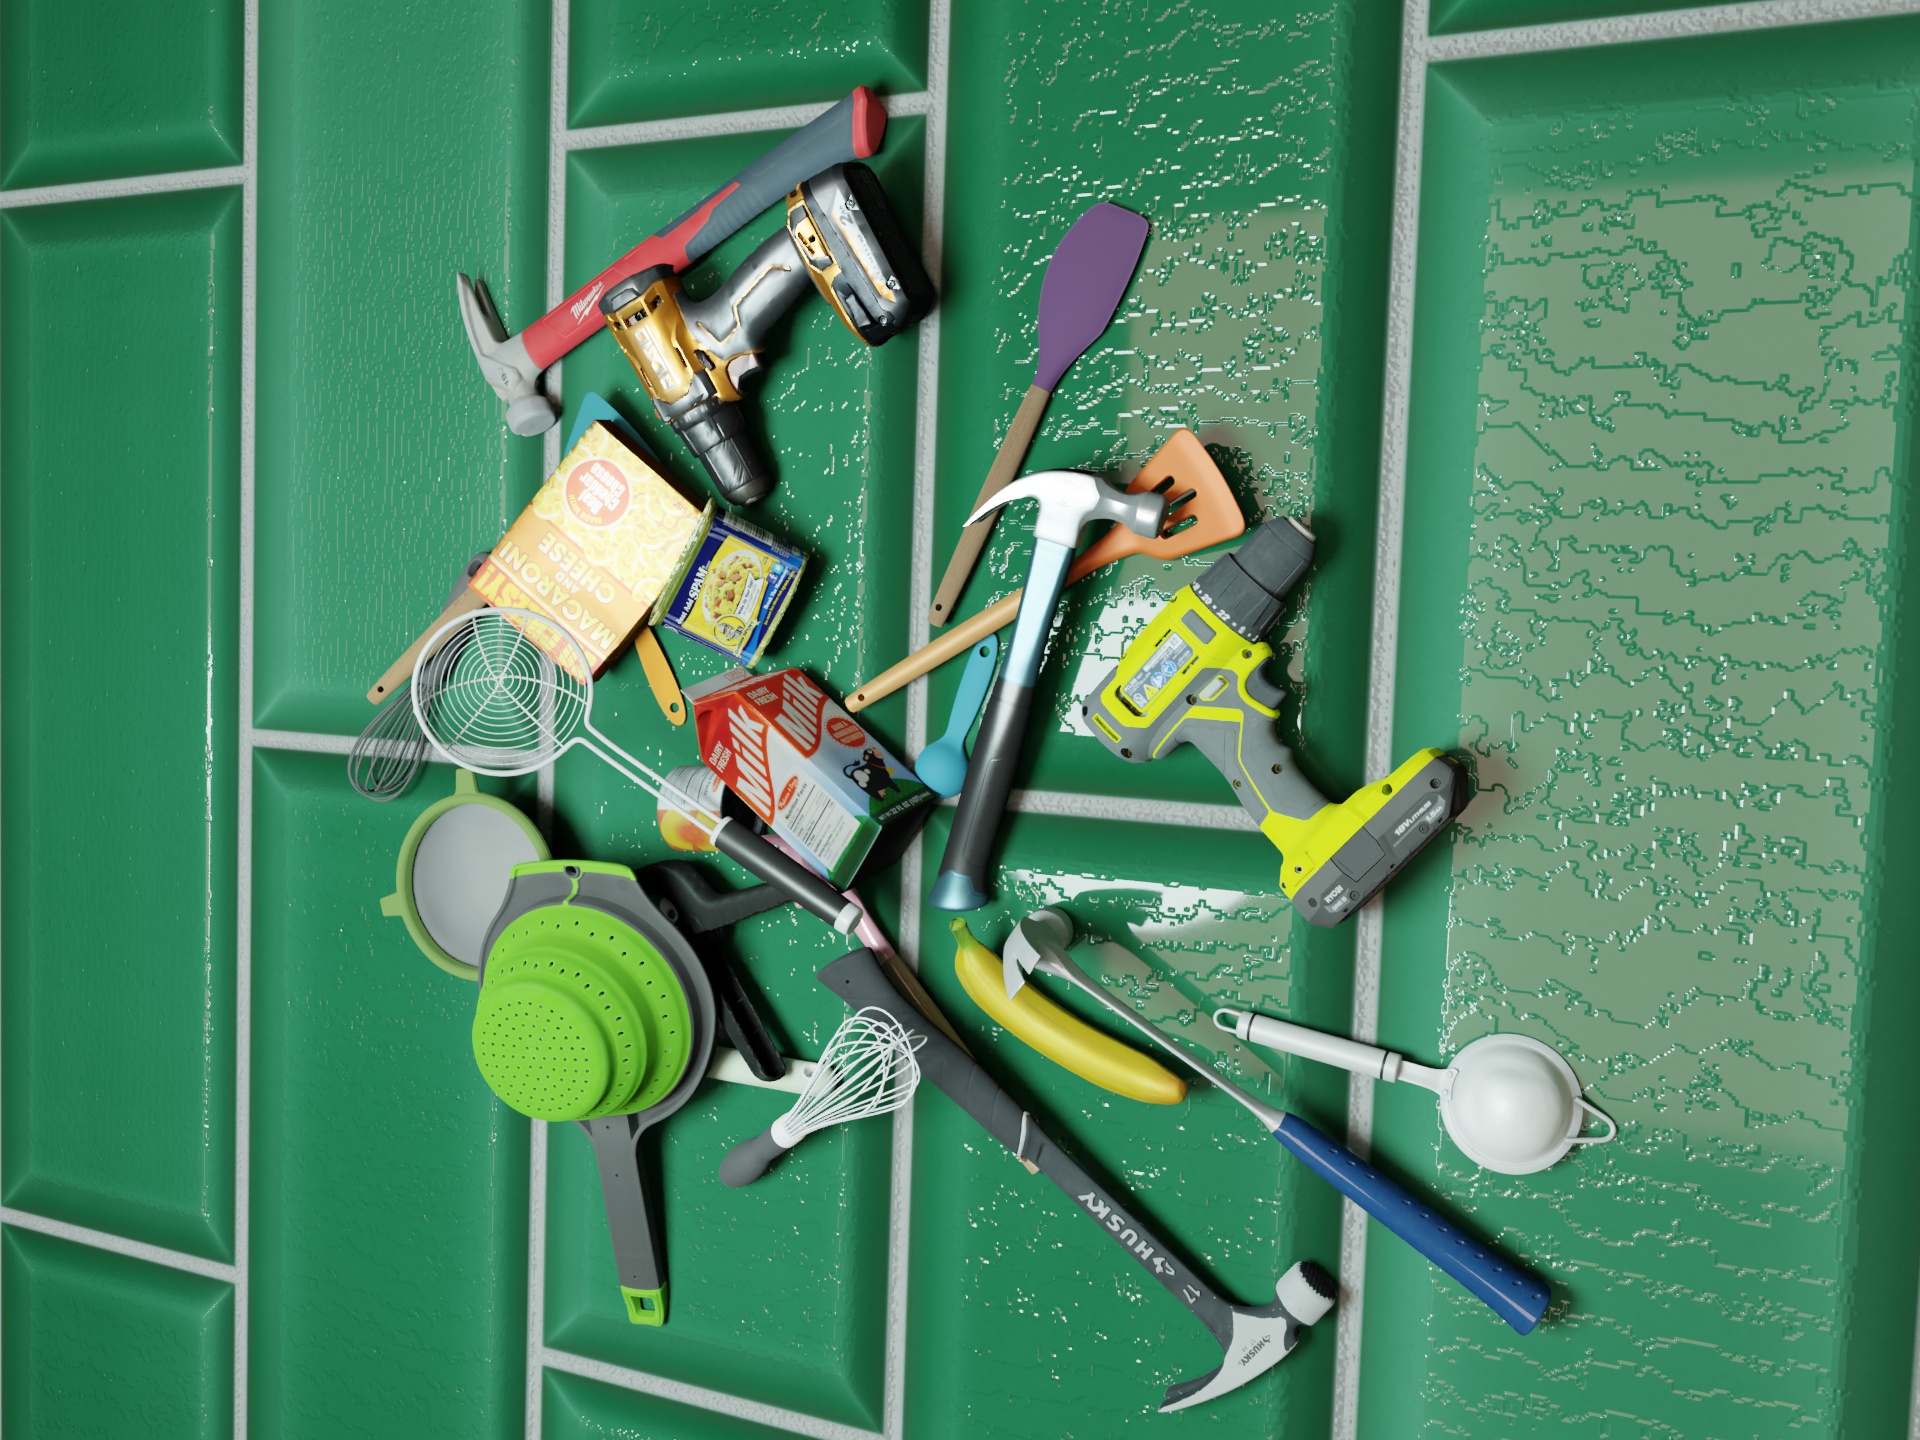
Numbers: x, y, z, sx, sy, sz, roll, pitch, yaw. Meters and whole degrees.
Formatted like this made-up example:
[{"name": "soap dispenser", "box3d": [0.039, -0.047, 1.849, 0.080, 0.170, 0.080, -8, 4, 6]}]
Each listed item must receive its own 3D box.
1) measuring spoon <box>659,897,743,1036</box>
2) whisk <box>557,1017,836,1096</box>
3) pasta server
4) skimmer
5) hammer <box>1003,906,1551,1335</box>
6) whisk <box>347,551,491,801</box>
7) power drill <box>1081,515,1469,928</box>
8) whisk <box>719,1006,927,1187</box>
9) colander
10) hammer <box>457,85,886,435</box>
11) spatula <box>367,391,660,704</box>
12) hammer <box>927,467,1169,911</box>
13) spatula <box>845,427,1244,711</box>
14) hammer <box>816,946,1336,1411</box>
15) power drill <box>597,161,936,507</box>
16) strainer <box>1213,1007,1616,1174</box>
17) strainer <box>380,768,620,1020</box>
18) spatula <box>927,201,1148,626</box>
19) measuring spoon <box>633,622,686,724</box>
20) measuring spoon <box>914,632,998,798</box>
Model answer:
[{"name": "measuring spoon", "box3d": [-0.203, 0.192, 1.250, 0.034, 0.018, 0.124, -39, 71, 22]}, {"name": "whisk", "box3d": [-0.209, 0.264, 1.241, 0.246, 0.058, 0.059, 5, 129, 20]}, {"name": "pasta server", "box3d": [-0.041, 0.201, 1.166, 0.316, 0.040, 0.060, 53, 129, 11]}, {"name": "skimmer", "box3d": [-0.229, 0.046, 1.134, 0.363, 0.090, 0.127, 32, 92, 16]}, {"name": "hammer", "box3d": [0.196, 0.256, 1.029, 0.405, 0.144, 0.035, 35, 100, 11]}, {"name": "whisk", "box3d": [-0.446, -0.036, 1.328, 0.055, 0.055, 0.239, 33, 100, 18]}, {"name": "power drill", "box3d": [0.213, 0.000, 1.027, 0.229, 0.080, 0.190, 47, 109, 17]}, {"name": "whisk", "box3d": [-0.109, 0.286, 1.149, 0.070, 0.070, 0.284, 55, 134, 12]}, {"name": "colander", "box3d": [-0.282, 0.305, 1.198, 0.204, 0.094, 0.397, -1, 106, 18]}, {"name": "hammer", "box3d": [-0.226, -0.375, 1.219, 0.386, 0.038, 0.143, -28, 80, 22]}, {"name": "spatula", "box3d": [-0.368, -0.123, 1.271, 0.317, 0.044, 0.082, -43, 90, 8]}, {"name": "hammer", "box3d": [0.037, -0.015, 1.100, 0.128, 0.033, 0.331, 20, 108, 15]}, {"name": "spatula", "box3d": [0.046, -0.087, 1.109, 0.322, 0.041, 0.081, -31, 88, 20]}, {"name": "hammer", "box3d": [0.056, 0.306, 1.110, 0.409, 0.036, 0.149, 41, 109, 11]}, {"name": "power drill", "box3d": [-0.132, -0.275, 1.153, 0.226, 0.084, 0.185, -24, 101, 23]}, {"name": "strainer", "box3d": [0.285, 0.227, 1.026, 0.258, 0.050, 0.087, 12, 81, 26]}, {"name": "strainer", "box3d": [-0.334, 0.161, 1.276, 0.256, 0.069, 0.151, 37, 105, 13]}, {"name": "spatula", "box3d": [0.044, -0.211, 1.120, 0.060, 0.018, 0.316, 28, 102, 20]}, {"name": "measuring spoon", "box3d": [-0.242, -0.050, 1.257, 0.021, 0.011, 0.117, -25, 86, 14]}, {"name": "measuring spoon", "box3d": [-0.002, -0.004, 1.147, 0.042, 0.021, 0.128, 24, 101, 21]}]
